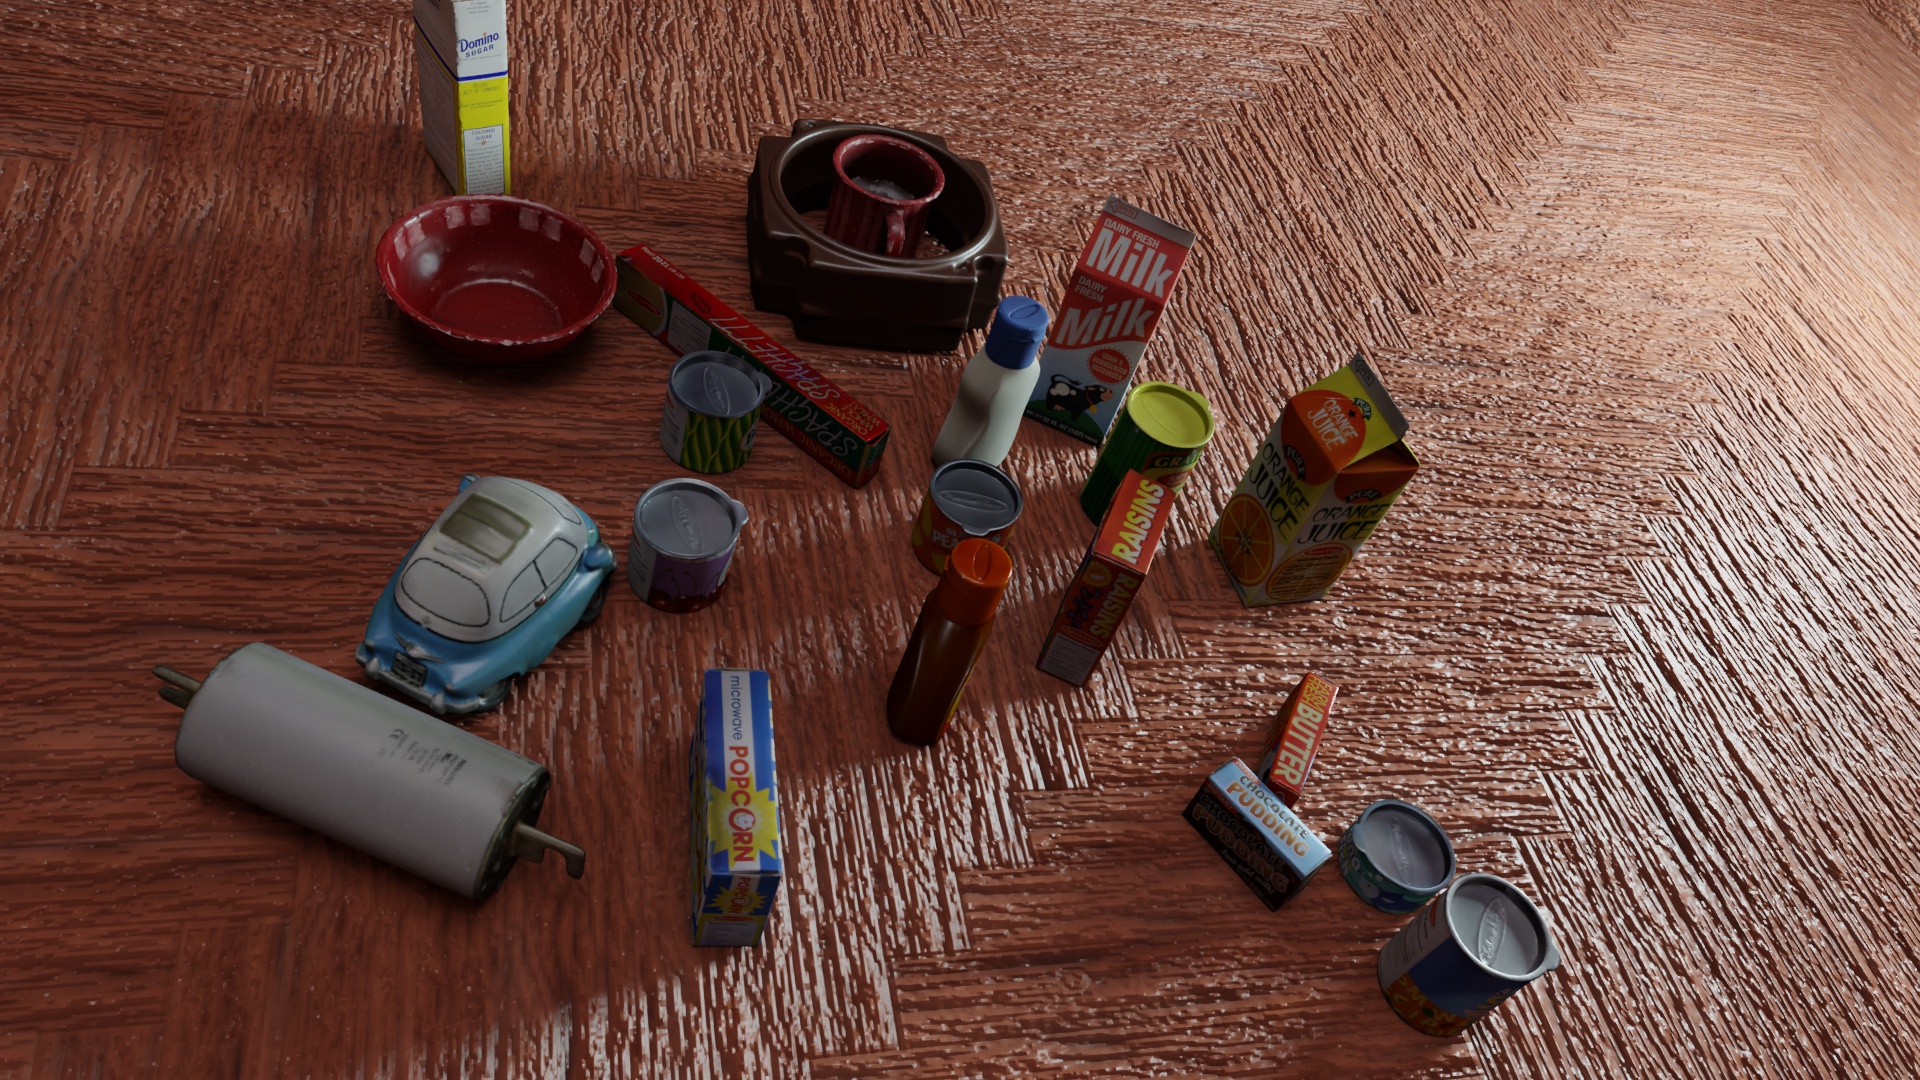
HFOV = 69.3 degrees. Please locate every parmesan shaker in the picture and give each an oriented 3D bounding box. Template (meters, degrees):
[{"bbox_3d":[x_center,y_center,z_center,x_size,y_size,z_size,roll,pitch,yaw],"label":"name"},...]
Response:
[{"bbox_3d":[0.138,-0.058,1.020,0.071,0.102,0.072,10,47,-11],"label":"parmesan shaker"}]

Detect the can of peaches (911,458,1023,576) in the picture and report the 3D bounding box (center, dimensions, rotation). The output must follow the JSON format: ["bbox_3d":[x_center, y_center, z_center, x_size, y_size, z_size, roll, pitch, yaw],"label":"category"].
[{"bbox_3d":[0.003,-0.012,0.962,0.071,0.057,0.071,10,47,-11],"label":"can of peaches"}]

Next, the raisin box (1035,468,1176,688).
[{"bbox_3d":[0.095,0.026,0.915,0.040,0.122,0.086,26,46,4],"label":"raisin box"}]

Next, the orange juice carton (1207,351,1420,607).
[{"bbox_3d":[0.255,-0.040,0.983,0.073,0.191,0.072,-5,52,-23],"label":"orange juice carton"}]

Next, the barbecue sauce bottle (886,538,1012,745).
[{"bbox_3d":[-0.007,0.059,0.832,0.044,0.147,0.065,16,46,-5],"label":"barbecue sauce bottle"}]

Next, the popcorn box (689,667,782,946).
[{"bbox_3d":[-0.125,0.144,0.757,0.038,0.084,0.127,4,49,-17],"label":"popcorn box"}]

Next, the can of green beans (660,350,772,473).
[{"bbox_3d":[-0.173,-0.089,0.968,0.071,0.057,0.071,10,47,-11],"label":"can of green beans"}]

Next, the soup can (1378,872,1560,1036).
[{"bbox_3d":[0.297,0.246,0.817,0.071,0.083,0.072,10,47,-11],"label":"soup can"}]

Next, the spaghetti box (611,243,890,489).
[{"bbox_3d":[-0.156,-0.129,1.015,0.250,0.049,0.029,37,48,14],"label":"spaghetti box"}]

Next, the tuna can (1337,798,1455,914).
[{"bbox_3d":[0.275,0.201,0.884,0.071,0.032,0.071,10,47,-11],"label":"tuna can"}]

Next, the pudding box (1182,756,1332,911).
[{"bbox_3d":[0.182,0.181,0.858,0.030,0.049,0.084,-26,62,-36],"label":"pudding box"}]

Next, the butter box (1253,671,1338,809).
[{"bbox_3d":[0.214,0.138,0.906,0.024,0.052,0.104,29,46,7],"label":"butter box"}]

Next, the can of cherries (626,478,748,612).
[{"bbox_3d":[-0.174,0.004,0.884,0.071,0.058,0.072,10,47,-11],"label":"can of cherries"}]

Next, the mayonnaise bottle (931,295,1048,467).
[{"bbox_3d":[0.025,-0.108,0.994,0.065,0.147,0.041,-28,64,-36],"label":"mayonnaise bottle"}]

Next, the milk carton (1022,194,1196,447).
[{"bbox_3d":[0.112,-0.170,1.051,0.072,0.189,0.074,25,46,3],"label":"milk carton"}]
